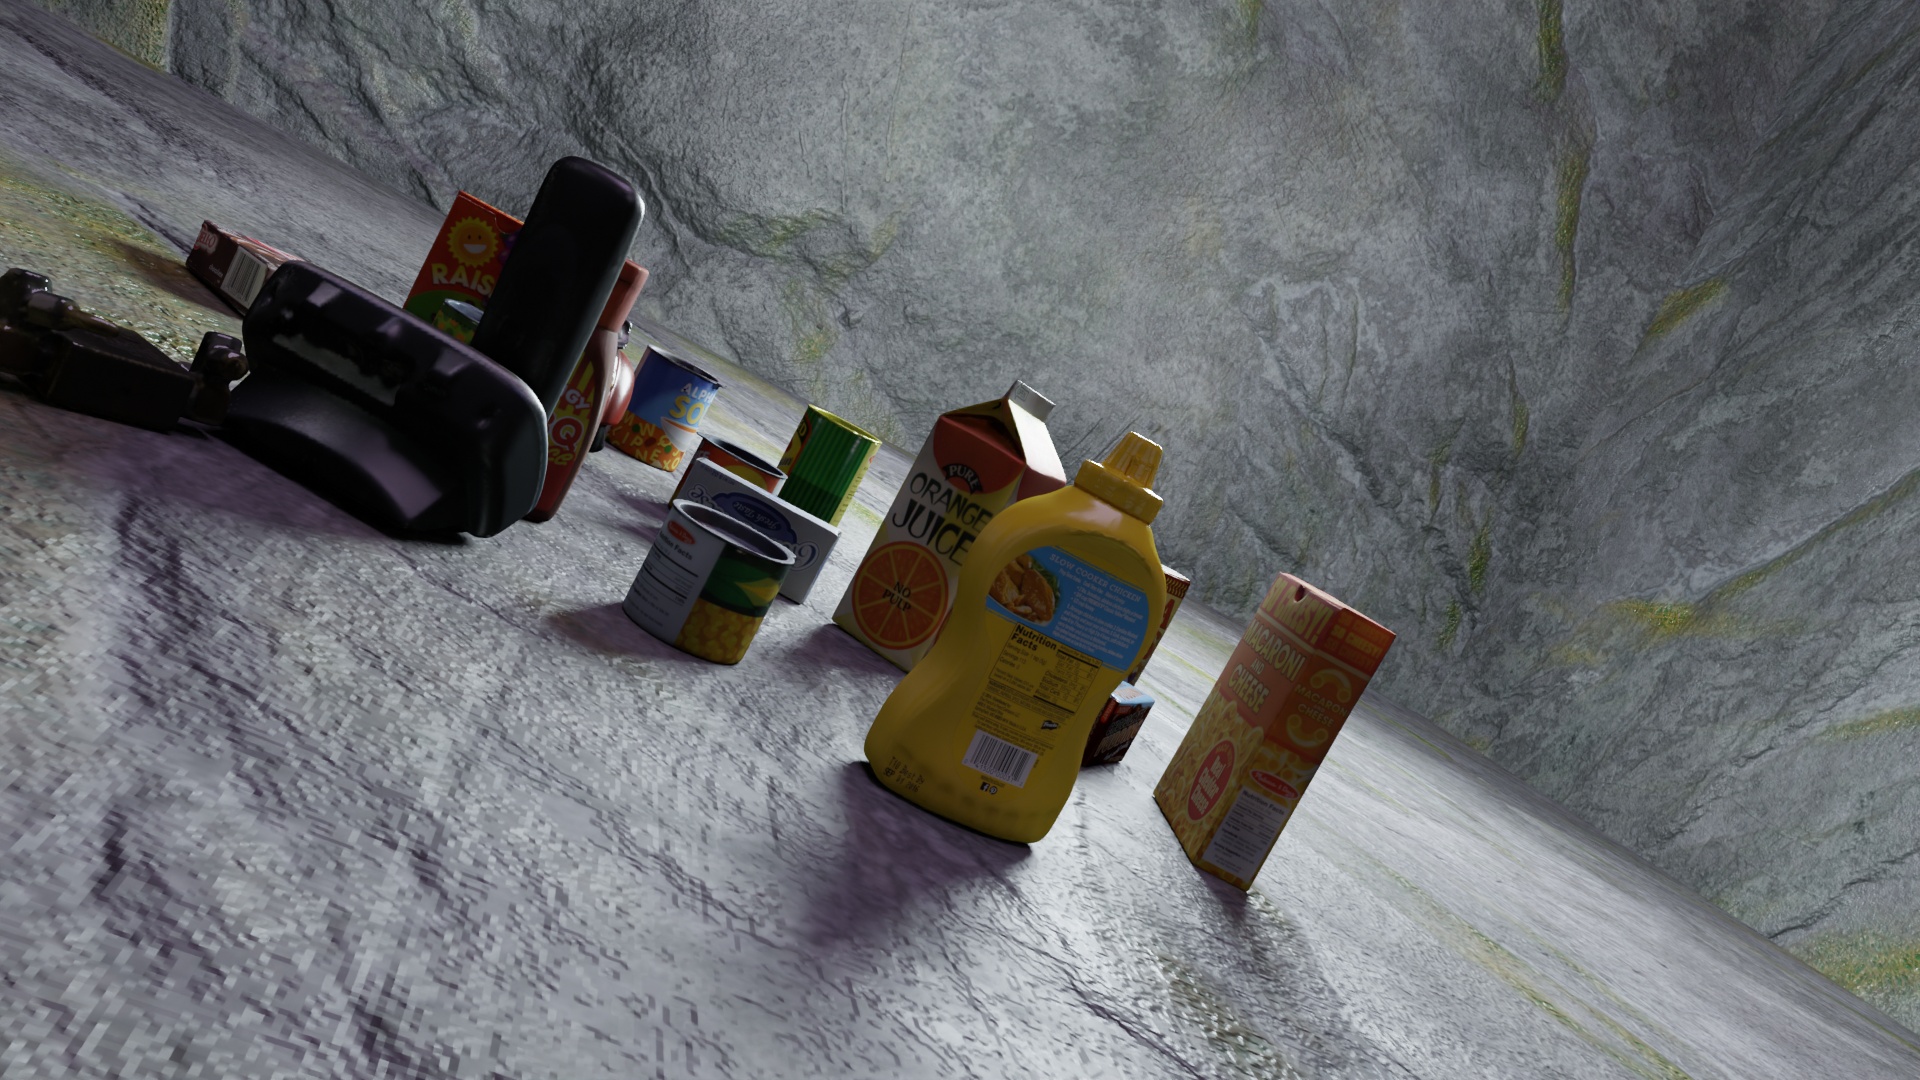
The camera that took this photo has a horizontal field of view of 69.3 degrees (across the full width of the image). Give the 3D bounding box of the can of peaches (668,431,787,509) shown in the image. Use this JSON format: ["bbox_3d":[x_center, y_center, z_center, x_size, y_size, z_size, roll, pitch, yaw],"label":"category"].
[{"bbox_3d":[-0.167,-0.036,0.985,0.071,0.058,0.071,28,5,-3],"label":"can of peaches"}]

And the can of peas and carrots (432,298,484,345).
[{"bbox_3d":[-0.342,-0.129,0.969,0.071,0.058,0.071,28,5,-3],"label":"can of peas and carrots"}]

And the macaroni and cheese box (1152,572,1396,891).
[{"bbox_3d":[0.180,0.107,0.823,0.040,0.166,0.124,28,5,-6],"label":"macaroni and cheese box"}]

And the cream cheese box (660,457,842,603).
[{"bbox_3d":[-0.135,-0.006,0.896,0.104,0.053,0.024,28,5,-3],"label":"cream cheese box"}]

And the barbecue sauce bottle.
[{"bbox_3d":[-0.217,-0.087,0.744,0.065,0.148,0.044,25,6,-31],"label":"barbecue sauce bottle"}]

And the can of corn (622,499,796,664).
[{"bbox_3d":[-0.123,0.021,0.687,0.071,0.058,0.071,28,5,-3],"label":"can of corn"}]

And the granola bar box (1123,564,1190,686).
[{"bbox_3d":[0.092,0.059,1.034,0.039,0.124,0.165,33,7,39],"label":"granola bar box"}]

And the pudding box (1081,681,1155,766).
[{"bbox_3d":[0.093,0.117,0.903,0.030,0.049,0.084,31,6,23],"label":"pudding box"}]

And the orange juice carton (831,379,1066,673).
[{"bbox_3d":[0.003,-0.011,0.895,0.073,0.192,0.072,31,6,26],"label":"orange juice carton"}]

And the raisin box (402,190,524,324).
[{"bbox_3d":[-0.380,-0.200,1.094,0.086,0.123,0.040,27,5,-17],"label":"raisin box"}]

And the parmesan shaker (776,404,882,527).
[{"bbox_3d":[-0.115,-0.048,1.107,0.071,0.103,0.071,28,5,-3],"label":"parmesan shaker"}]

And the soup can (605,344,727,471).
[{"bbox_3d":[-0.239,-0.105,1.124,0.071,0.083,0.071,28,5,-3],"label":"soup can"}]
